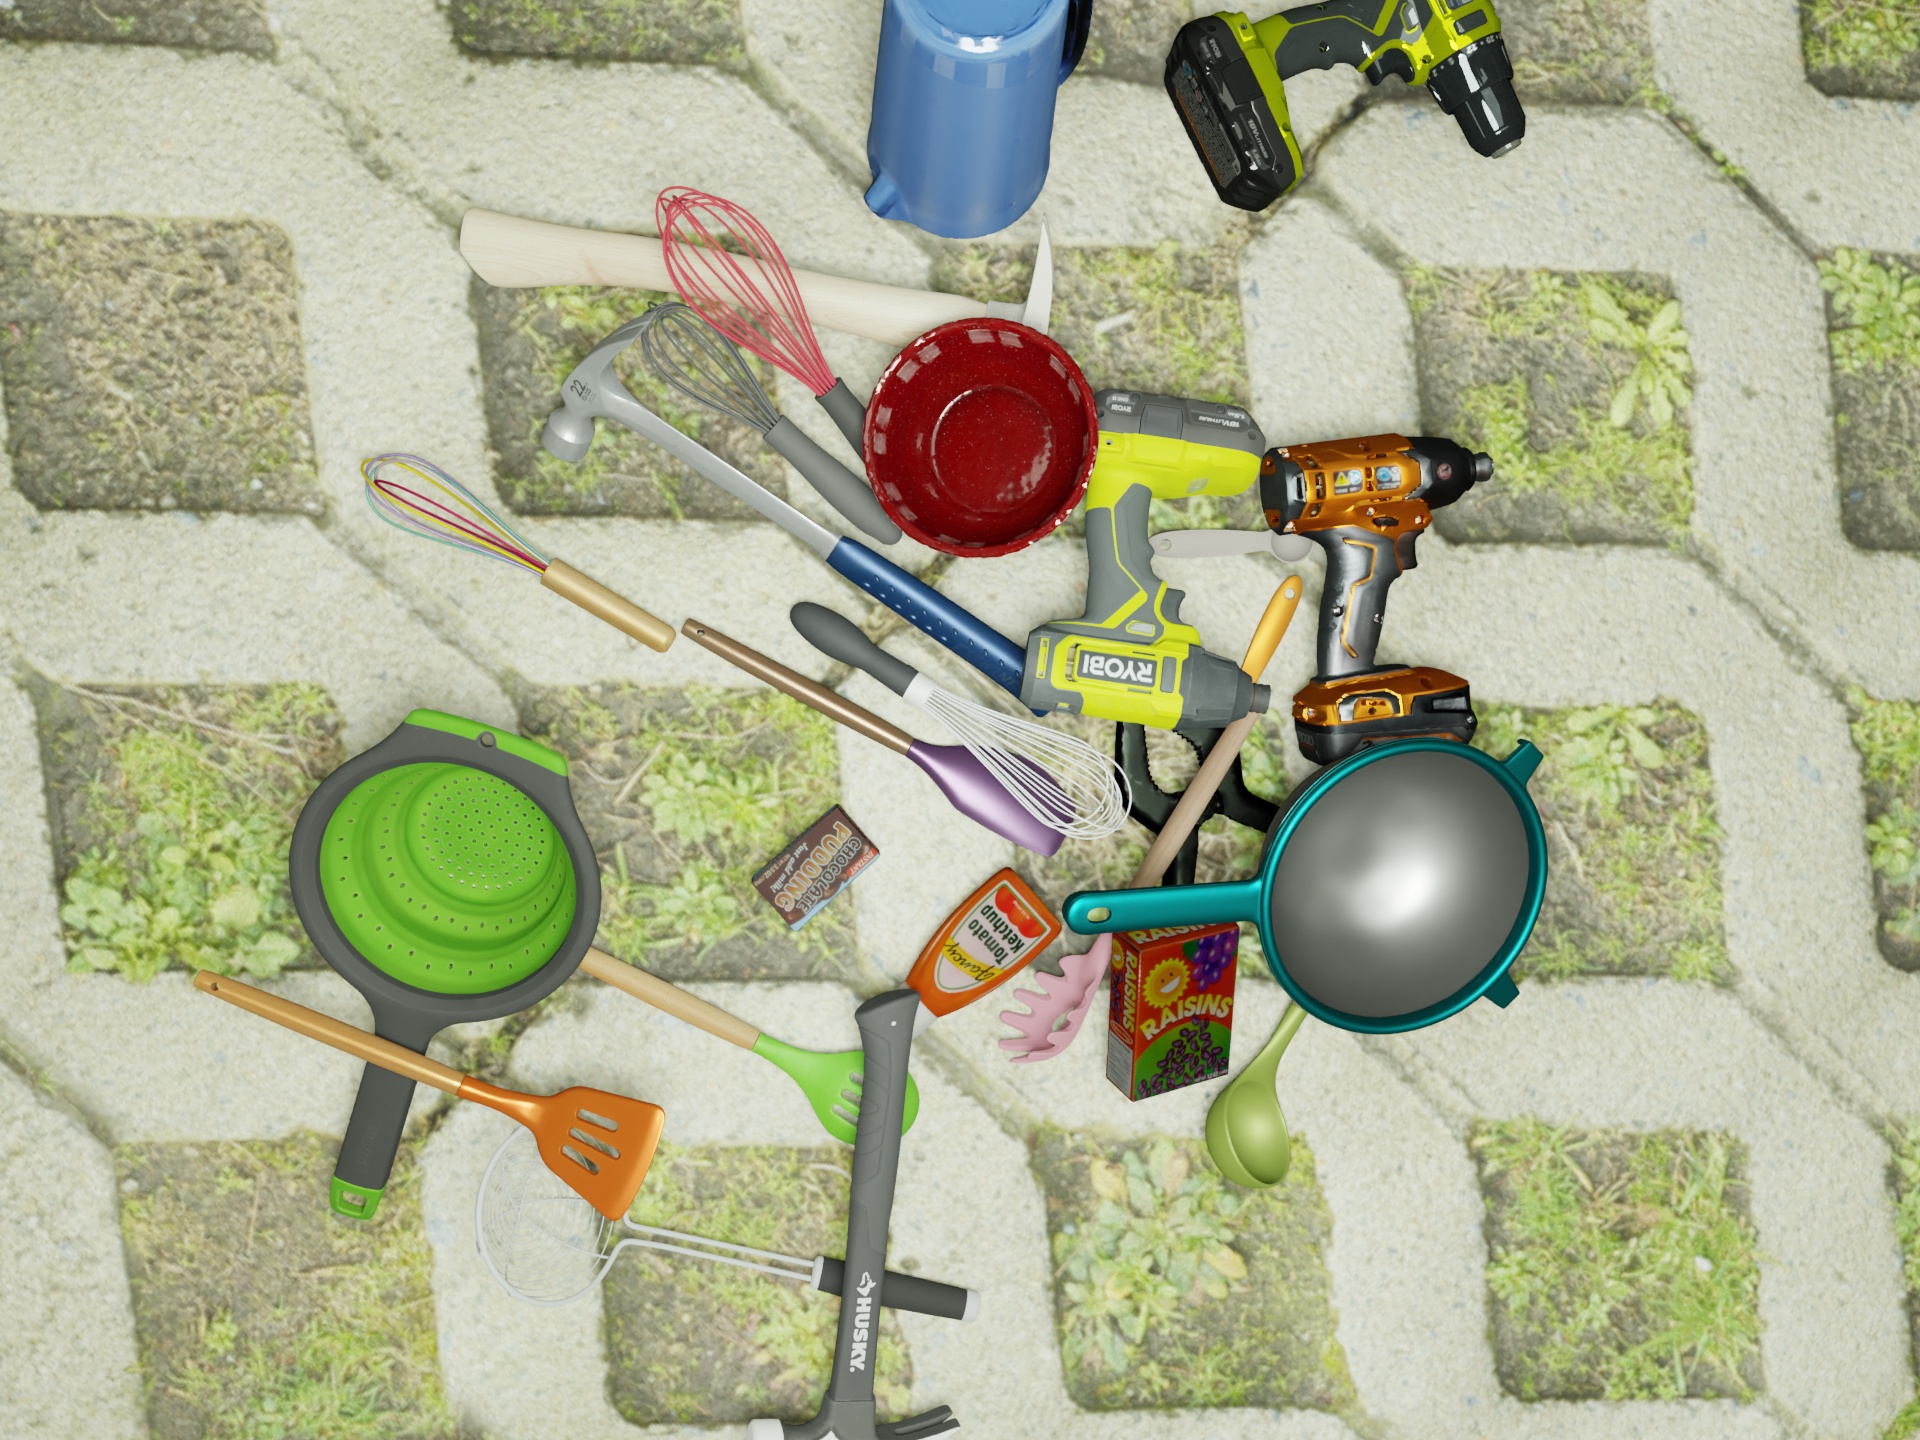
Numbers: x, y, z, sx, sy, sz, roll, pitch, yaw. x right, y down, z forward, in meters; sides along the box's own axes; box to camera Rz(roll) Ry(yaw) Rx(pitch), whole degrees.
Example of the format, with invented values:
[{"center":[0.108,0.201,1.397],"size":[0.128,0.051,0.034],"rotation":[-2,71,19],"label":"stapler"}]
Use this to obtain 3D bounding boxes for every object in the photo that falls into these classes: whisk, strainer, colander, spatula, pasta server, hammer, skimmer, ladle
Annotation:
[{"center":[-0.001,-0.004,1.135],"size":[0.284,0.070,0.070],"rotation":[33,89,4],"label":"whisk"},{"center":[0.226,0.106,1.090],"size":[0.340,0.095,0.211],"rotation":[-3,106,-11],"label":"strainer"},{"center":[-0.367,0.167,1.108],"size":[0.204,0.094,0.397],"rotation":[20,108,-6],"label":"colander"},{"center":[-0.059,0.005,1.152],"size":[0.316,0.018,0.060],"rotation":[28,78,-5],"label":"spatula"},{"center":[0.125,0.113,1.131],"size":[0.040,0.060,0.316],"rotation":[25,100,-30],"label":"pasta server"},{"center":[-0.356,0.234,1.059],"size":[0.322,0.041,0.081],"rotation":[24,83,-6],"label":"spatula"},{"center":[-0.095,-0.129,1.108],"size":[0.405,0.144,0.035],"rotation":[33,49,-10],"label":"hammer"},{"center":[-0.312,-0.115,1.119],"size":[0.245,0.047,0.051],"rotation":[31,88,-8],"label":"whisk"},{"center":[-0.059,0.354,1.109],"size":[0.146,0.035,0.335],"rotation":[6,90,-17],"label":"hammer"},{"center":[-0.103,-0.243,1.089],"size":[0.073,0.073,0.295],"rotation":[-42,115,-2],"label":"whisk"},{"center":[-0.140,-0.312,1.107],"size":[0.410,0.038,0.146],"rotation":[10,118,-1],"label":"hammer"},{"center":[-0.156,0.372,1.118],"size":[0.363,0.090,0.127],"rotation":[15,60,-7],"label":"skimmer"},{"center":[-0.129,-0.205,1.112],"size":[0.238,0.055,0.055],"rotation":[41,88,-17],"label":"whisk"},{"center":[0.269,0.191,1.163],"size":[0.078,0.062,0.320],"rotation":[31,85,-34],"label":"ladle"}]

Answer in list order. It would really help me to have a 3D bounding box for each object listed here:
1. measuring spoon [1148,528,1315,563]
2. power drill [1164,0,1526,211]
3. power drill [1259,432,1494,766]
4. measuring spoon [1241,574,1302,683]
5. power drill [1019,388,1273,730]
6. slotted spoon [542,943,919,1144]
[{"center":[0.198,-0.132,1.171],"size":[0.124,0.018,0.034],"rotation":[-1,101,3],"label":"measuring spoon"},{"center":[0.281,-0.459,1.137],"size":[0.228,0.080,0.190],"rotation":[-27,93,-6],"label":"power drill"},{"center":[0.307,-0.091,1.135],"size":[0.164,0.084,0.226],"rotation":[-8,98,-5],"label":"power drill"},{"center":[0.224,-0.054,1.174],"size":[0.021,0.011,0.117],"rotation":[26,89,-4],"label":"measuring spoon"},{"center":[0.140,-0.106,1.106],"size":[0.171,0.080,0.223],"rotation":[8,78,0],"label":"power drill"},{"center":[-0.172,0.222,1.145],"size":[0.313,0.031,0.070],"rotation":[27,90,-3],"label":"slotted spoon"}]
